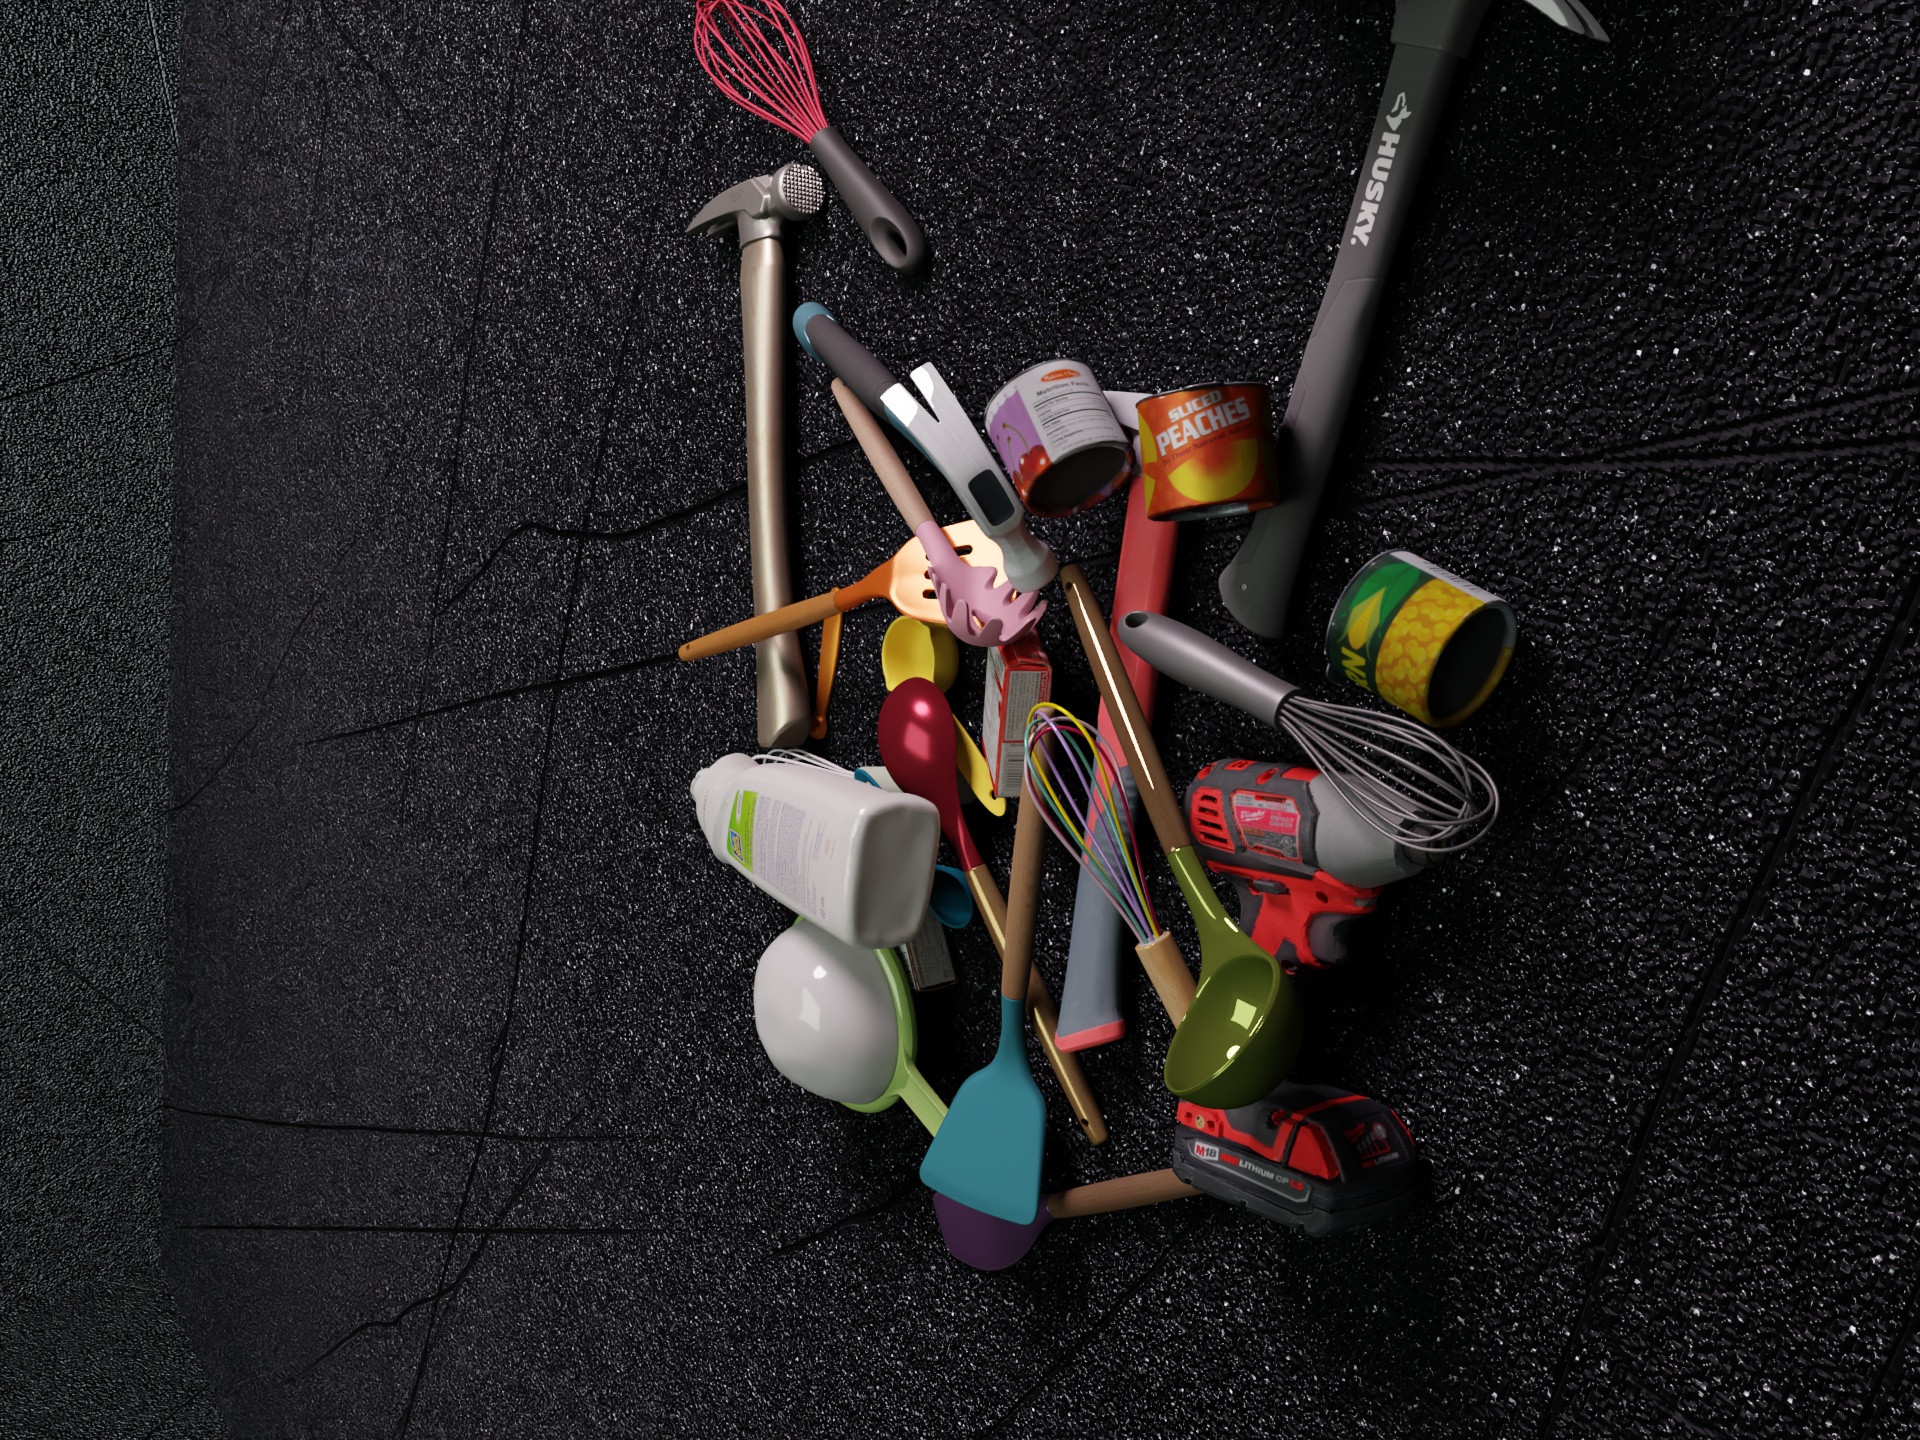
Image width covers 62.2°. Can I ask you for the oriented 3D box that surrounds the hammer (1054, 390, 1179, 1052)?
[{"bbox_3d":[0.083,0.007,0.922,0.143,0.038,0.386,23,112,49],"label":"hammer"}]

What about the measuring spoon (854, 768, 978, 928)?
[{"bbox_3d":[-0.027,0.081,1.060,0.129,0.021,0.042,53,136,13],"label":"measuring spoon"}]

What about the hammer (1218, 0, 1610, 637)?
[{"bbox_3d":[0.192,-0.198,0.767,0.146,0.035,0.334,36,121,44],"label":"hammer"}]

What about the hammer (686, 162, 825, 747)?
[{"bbox_3d":[-0.147,-0.186,1.174,0.146,0.038,0.410,1,93,52],"label":"hammer"}]

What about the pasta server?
[{"bbox_3d":[-0.028,-0.142,1.005,0.317,0.060,0.040,-118,36,-44],"label":"pasta server"}]

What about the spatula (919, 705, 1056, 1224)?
[{"bbox_3d":[0.031,0.144,0.946,0.082,0.044,0.317,14,110,27],"label":"spatula"}]

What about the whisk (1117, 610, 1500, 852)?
[{"bbox_3d":[0.157,-0.003,0.772,0.239,0.055,0.055,35,120,44],"label":"whisk"}]

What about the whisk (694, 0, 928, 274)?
[{"bbox_3d":[-0.103,-0.409,1.091,0.296,0.073,0.073,56,133,21],"label":"whisk"}]

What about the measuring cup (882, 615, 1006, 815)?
[{"bbox_3d":[-0.002,-0.003,1.035,0.157,0.029,0.062,59,134,25],"label":"measuring cup"}]

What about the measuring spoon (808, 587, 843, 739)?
[{"bbox_3d":[-0.100,-0.041,1.161,0.021,0.011,0.117,29,117,45],"label":"measuring spoon"}]

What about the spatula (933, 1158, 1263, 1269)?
[{"bbox_3d":[0.075,0.299,0.981,0.316,0.018,0.060,-33,72,49],"label":"spatula"}]

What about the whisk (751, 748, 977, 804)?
[{"bbox_3d":[-0.073,0.046,1.118,0.246,0.058,0.059,-2,127,48],"label":"whisk"}]

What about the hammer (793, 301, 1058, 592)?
[{"bbox_3d":[-0.041,-0.195,0.987,0.128,0.033,0.331,55,178,-37],"label":"hammer"}]

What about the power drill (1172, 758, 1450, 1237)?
[{"bbox_3d":[0.176,0.133,0.797,0.143,0.078,0.219,6,96,51],"label":"power drill"}]

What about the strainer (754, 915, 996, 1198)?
[{"bbox_3d":[-0.070,0.230,1.055,0.257,0.069,0.151,43,129,39],"label":"strainer"}]

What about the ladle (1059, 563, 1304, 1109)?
[{"bbox_3d":[0.094,0.044,0.807,0.078,0.062,0.320,-45,49,37],"label":"ladle"}]

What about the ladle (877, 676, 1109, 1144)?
[{"bbox_3d":[0.020,0.117,0.998,0.069,0.031,0.315,-35,76,40],"label":"ladle"}]

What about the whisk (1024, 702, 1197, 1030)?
[{"bbox_3d":[0.097,0.101,0.870,0.047,0.051,0.245,-26,92,26],"label":"whisk"}]

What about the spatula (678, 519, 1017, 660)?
[{"bbox_3d":[-0.089,-0.073,1.082,0.322,0.041,0.081,-13,67,45],"label":"spatula"}]
